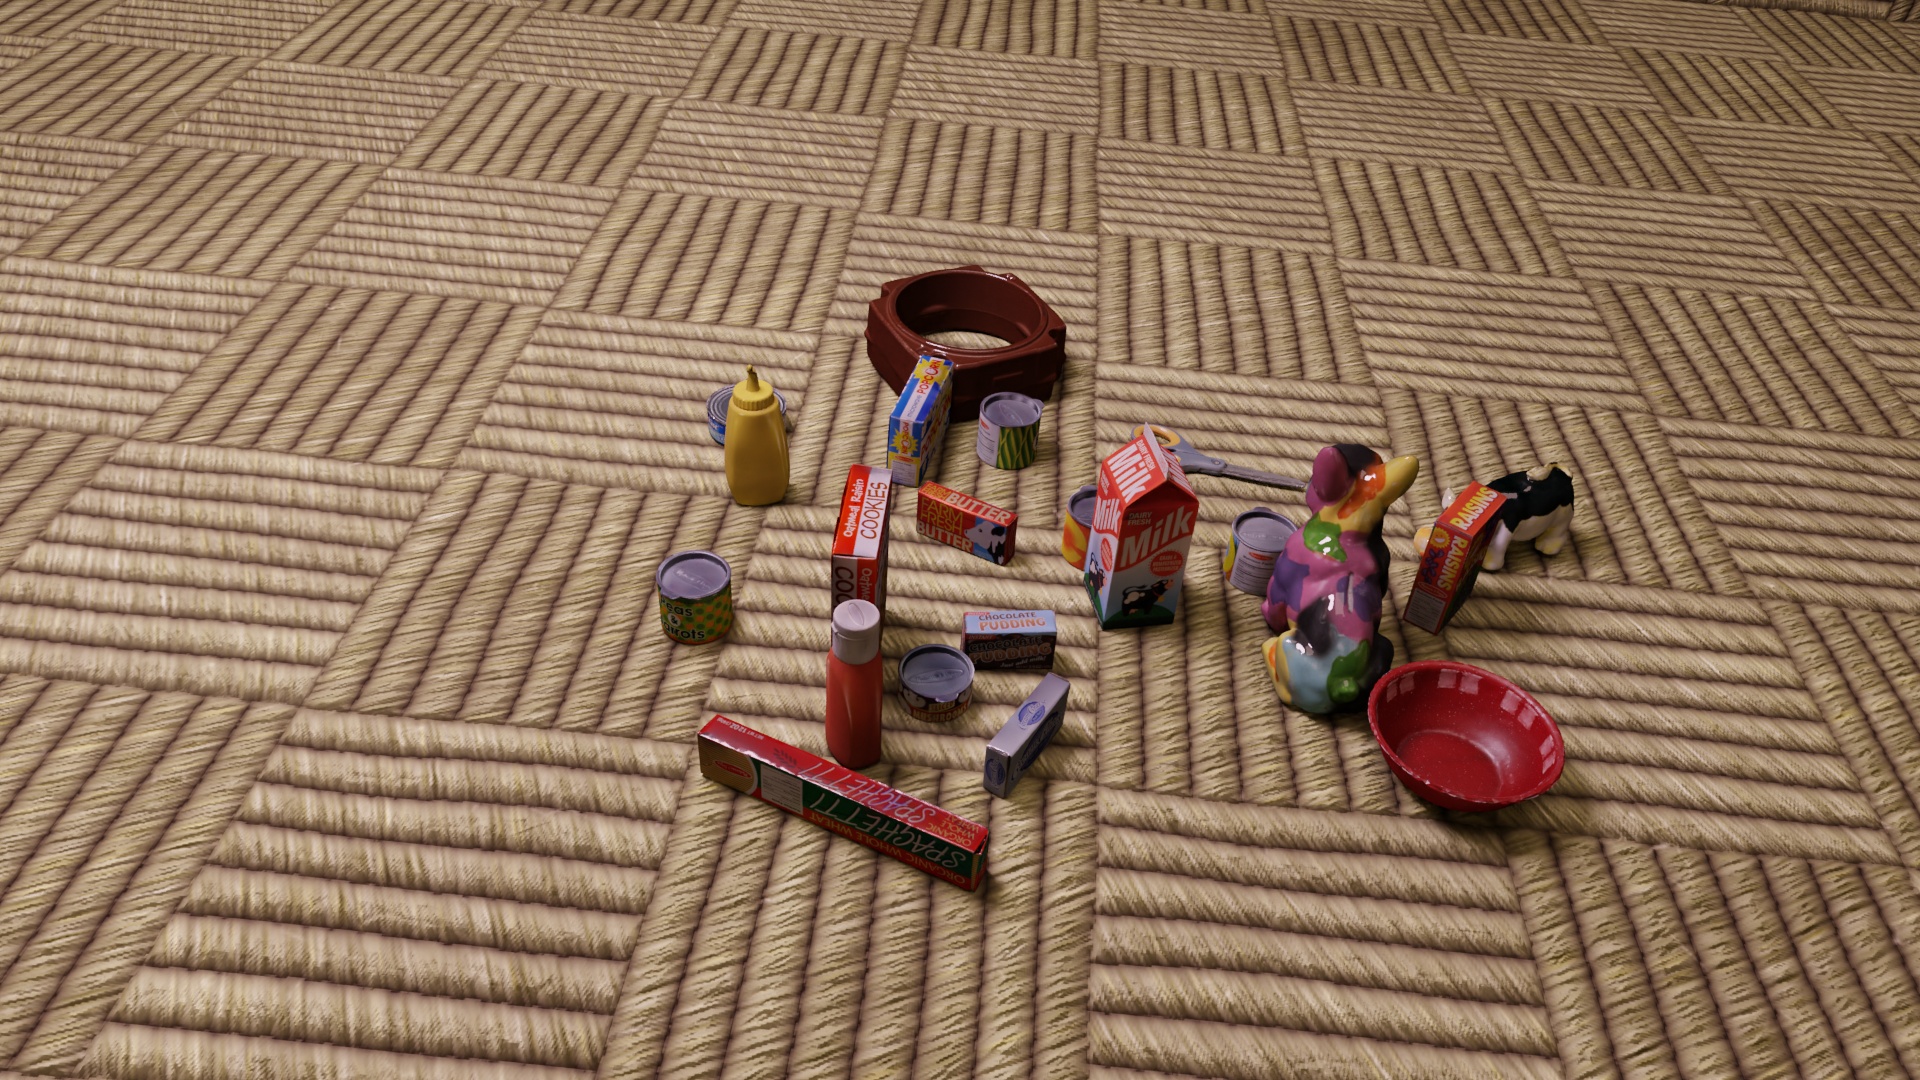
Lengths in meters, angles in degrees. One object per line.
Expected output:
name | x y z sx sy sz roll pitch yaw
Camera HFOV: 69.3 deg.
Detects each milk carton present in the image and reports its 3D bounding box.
milk carton | 0.166 -0.012 1.272 0.073 0.189 0.073 -5 40 -11

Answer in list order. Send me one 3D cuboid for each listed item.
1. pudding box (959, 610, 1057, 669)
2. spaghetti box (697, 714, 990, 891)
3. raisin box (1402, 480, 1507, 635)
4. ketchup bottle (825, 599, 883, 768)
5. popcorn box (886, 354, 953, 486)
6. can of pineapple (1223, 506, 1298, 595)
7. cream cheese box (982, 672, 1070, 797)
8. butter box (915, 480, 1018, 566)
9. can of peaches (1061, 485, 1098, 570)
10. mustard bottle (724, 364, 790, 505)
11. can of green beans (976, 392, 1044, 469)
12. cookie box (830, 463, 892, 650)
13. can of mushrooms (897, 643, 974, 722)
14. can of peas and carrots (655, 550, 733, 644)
pudding box | 0.043 0.089 1.246 0.084 0.049 0.030 0 39 -6
spaghetti box | -0.093 0.205 1.090 0.250 0.049 0.029 19 41 17
raisin box | 0.469 0.017 1.321 0.040 0.122 0.086 30 45 28
ketchup bottle | -0.086 0.114 1.124 0.043 0.148 0.065 -12 42 -20
popcorn box | -0.043 -0.128 1.475 0.038 0.084 0.127 12 40 9
can of pineapple | 0.295 0.011 1.361 0.071 0.057 0.071 3 39 -2
cream cheese box | 0.055 0.162 1.156 0.024 0.053 0.104 24 43 22
butter box | 0.005 -0.017 1.370 0.103 0.052 0.024 22 42 20
can of peaches | 0.134 -0.011 1.372 0.071 0.057 0.071 3 39 -2
mustard bottle | -0.202 -0.109 1.376 0.065 0.159 0.049 -4 40 -10
can of green beans | 0.052 -0.118 1.494 0.071 0.057 0.071 3 39 -2
cookie box | -0.087 0.037 1.204 0.040 0.166 0.123 5 39 0
can of mushrooms | -0.021 0.125 1.208 0.071 0.033 0.071 3 39 -2
can of peas and carrots | -0.241 0.053 1.254 0.071 0.058 0.071 3 39 -2
